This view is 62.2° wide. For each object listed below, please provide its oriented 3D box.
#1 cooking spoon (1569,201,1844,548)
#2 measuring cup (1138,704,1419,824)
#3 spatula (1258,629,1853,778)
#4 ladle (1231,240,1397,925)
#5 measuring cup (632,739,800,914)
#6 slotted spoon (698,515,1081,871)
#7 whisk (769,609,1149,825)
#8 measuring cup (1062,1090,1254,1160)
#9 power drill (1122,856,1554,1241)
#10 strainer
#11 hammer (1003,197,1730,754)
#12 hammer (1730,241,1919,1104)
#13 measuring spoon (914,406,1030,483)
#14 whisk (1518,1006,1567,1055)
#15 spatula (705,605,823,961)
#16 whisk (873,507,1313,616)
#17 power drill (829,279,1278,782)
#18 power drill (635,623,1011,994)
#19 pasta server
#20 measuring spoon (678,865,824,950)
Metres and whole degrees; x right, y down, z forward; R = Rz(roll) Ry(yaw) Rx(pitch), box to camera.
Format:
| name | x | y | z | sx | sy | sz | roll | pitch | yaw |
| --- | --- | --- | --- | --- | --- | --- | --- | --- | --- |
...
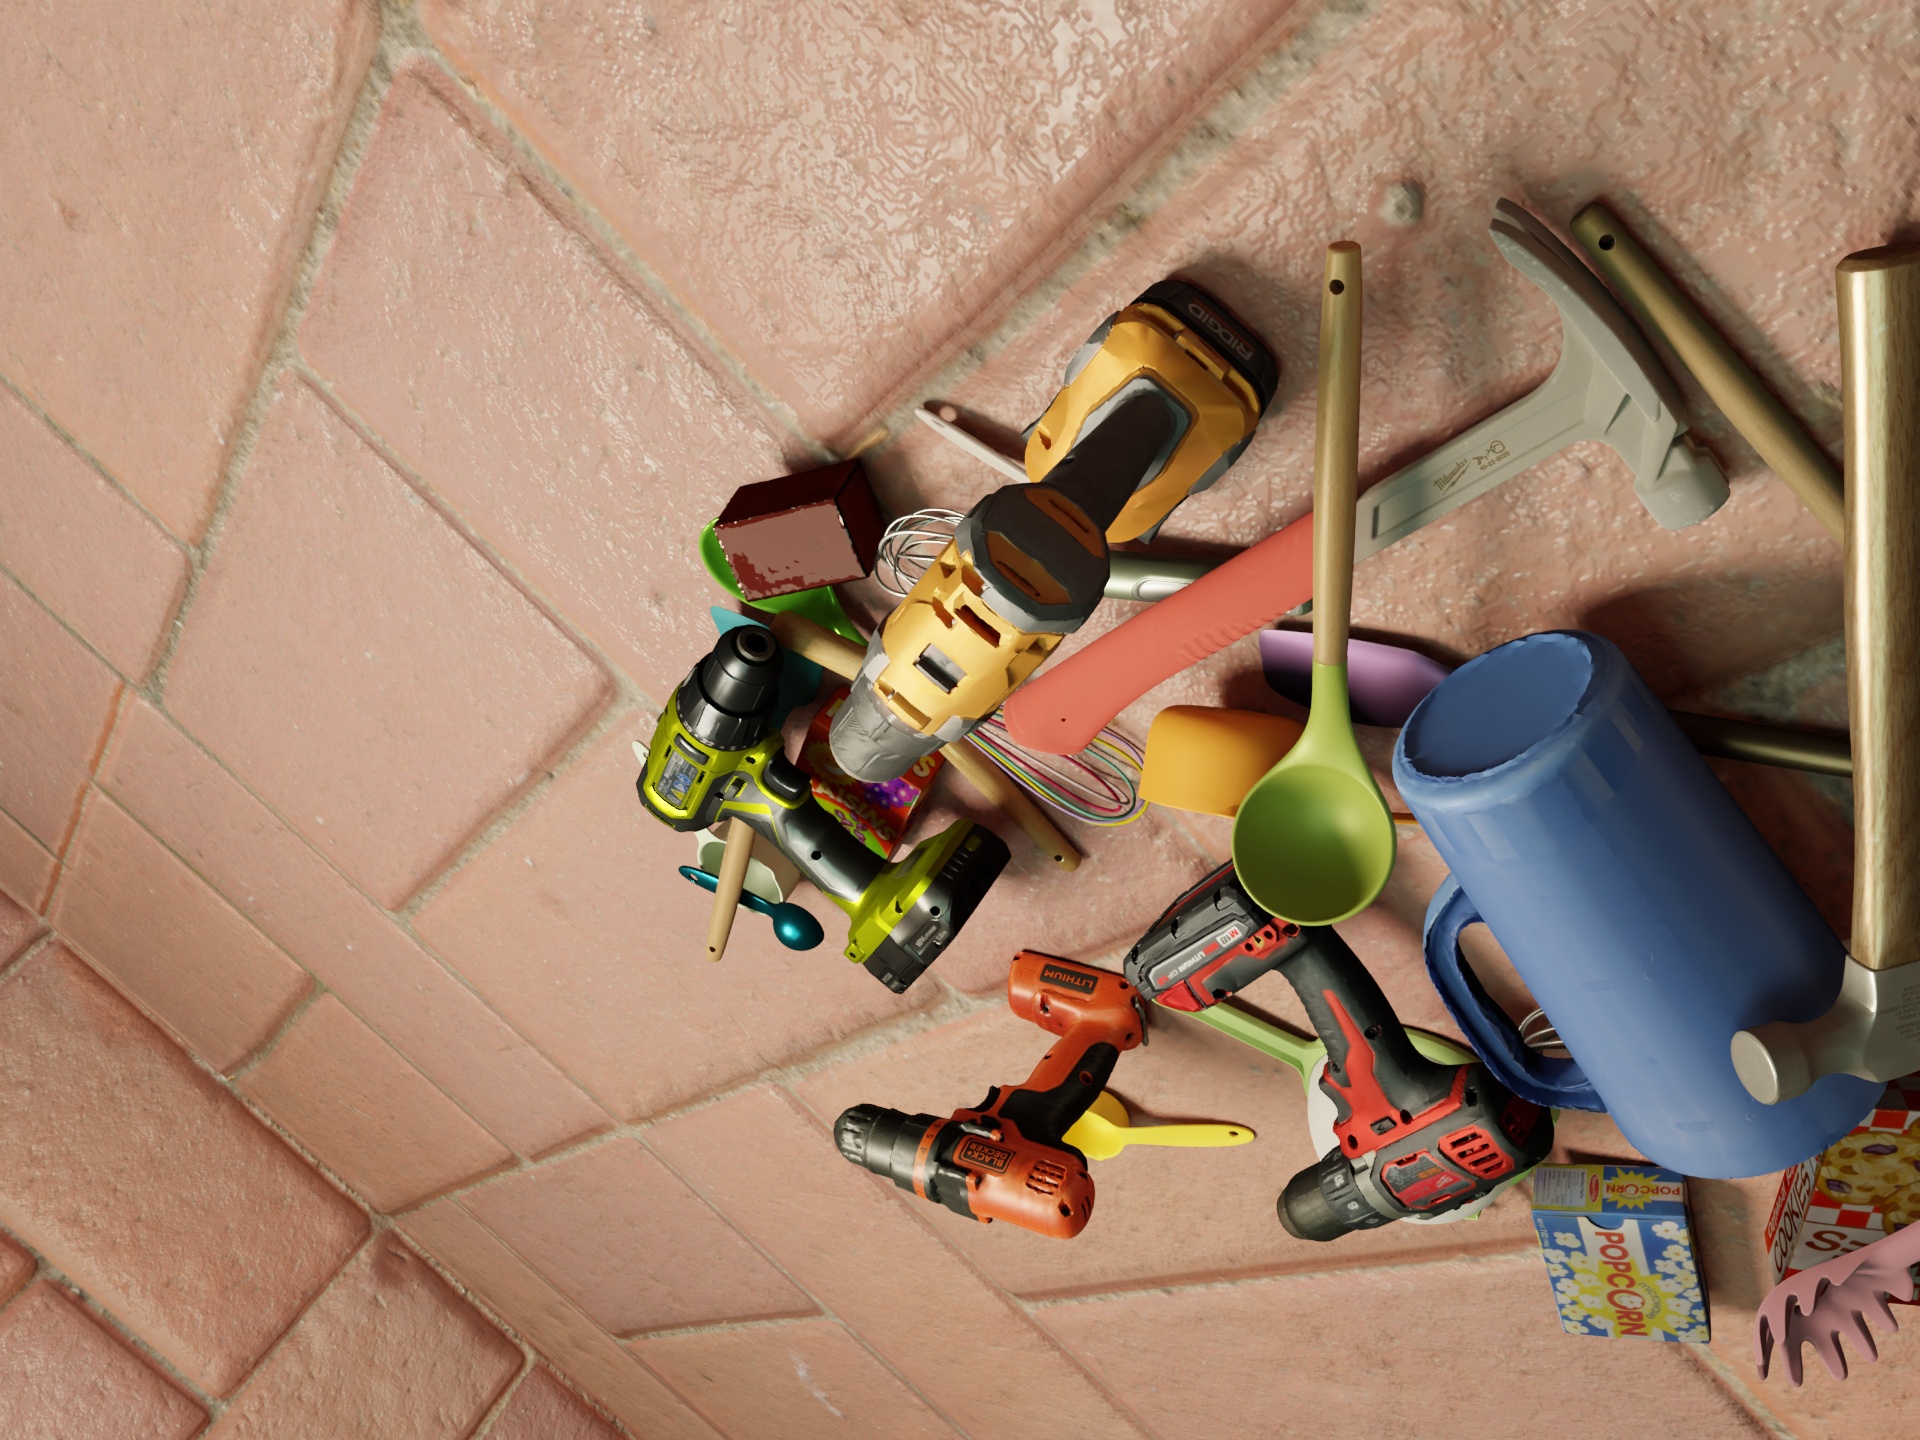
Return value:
| name | x | y | z | sx | sy | sz | roll | pitch | yaw |
| --- | --- | --- | --- | --- | --- | --- | --- | --- | --- |
| cooking spoon | 0.344 | -0.079 | 0.616 | 0.319 | 0.017 | 0.068 | 45 | 125 | -8 |
| measuring cup | 0.181 | 0.024 | 0.825 | 0.173 | 0.095 | 0.052 | 5 | 94 | 2 |
| spatula | 0.289 | -0.001 | 0.741 | 0.316 | 0.018 | 0.059 | 11 | 140 | 32 |
| ladle | 0.156 | -0.043 | 0.683 | 0.078 | 0.062 | 0.319 | 14 | 130 | 27 |
| measuring cup | -0.180 | 0.071 | 1.172 | 0.083 | 0.038 | 0.167 | -16 | 116 | 46 |
| slotted spoon | -0.035 | -0.015 | 0.977 | 0.313 | 0.031 | 0.070 | 45 | 127 | -13 |
| whisk | -0.002 | -0.001 | 0.932 | 0.245 | 0.051 | 0.047 | 26 | 147 | 5 |
| measuring cup | 0.141 | 0.293 | 1.161 | 0.156 | 0.029 | 0.062 | -7 | 125 | 28 |
| power drill | 0.199 | 0.194 | 0.912 | 0.227 | 0.080 | 0.188 | 49 | 133 | 4 |
| strainer | 0.227 | 0.240 | 0.994 | 0.256 | 0.069 | 0.151 | 25 | 141 | 14 |
| hammer | 0.142 | -0.075 | 0.725 | 0.149 | 0.037 | 0.359 | 46 | 133 | -15 |
| hammer | 0.355 | -0.011 | 0.601 | 0.130 | 0.031 | 0.331 | -14 | 111 | -5 |
| measuring spoon | 0.030 | -0.134 | 0.814 | 0.124 | 0.018 | 0.034 | 33 | 174 | 16 |
| whisk | 0.390 | 0.155 | 0.798 | 0.239 | 0.055 | 0.055 | -22 | 114 | 44 |
| spatula | -0.151 | 0.057 | 1.095 | 0.082 | 0.044 | 0.317 | 24 | 125 | 11 |
| whisk | 0.064 | -0.076 | 0.821 | 0.246 | 0.059 | 0.057 | 8 | 146 | 26 |
| power drill | 0.033 | -0.074 | 0.698 | 0.084 | 0.226 | 0.185 | 40 | 142 | -3 |
| power drill | -0.088 | 0.052 | 0.981 | 0.228 | 0.080 | 0.190 | 38 | 142 | 1 |
| pasta server | 0.477 | 0.221 | 0.720 | 0.060 | 0.040 | 0.316 | 16 | 133 | -16 |
| measuring spoon | -0.160 | 0.139 | 1.174 | 0.129 | 0.021 | 0.042 | 21 | 140 | 19 |
